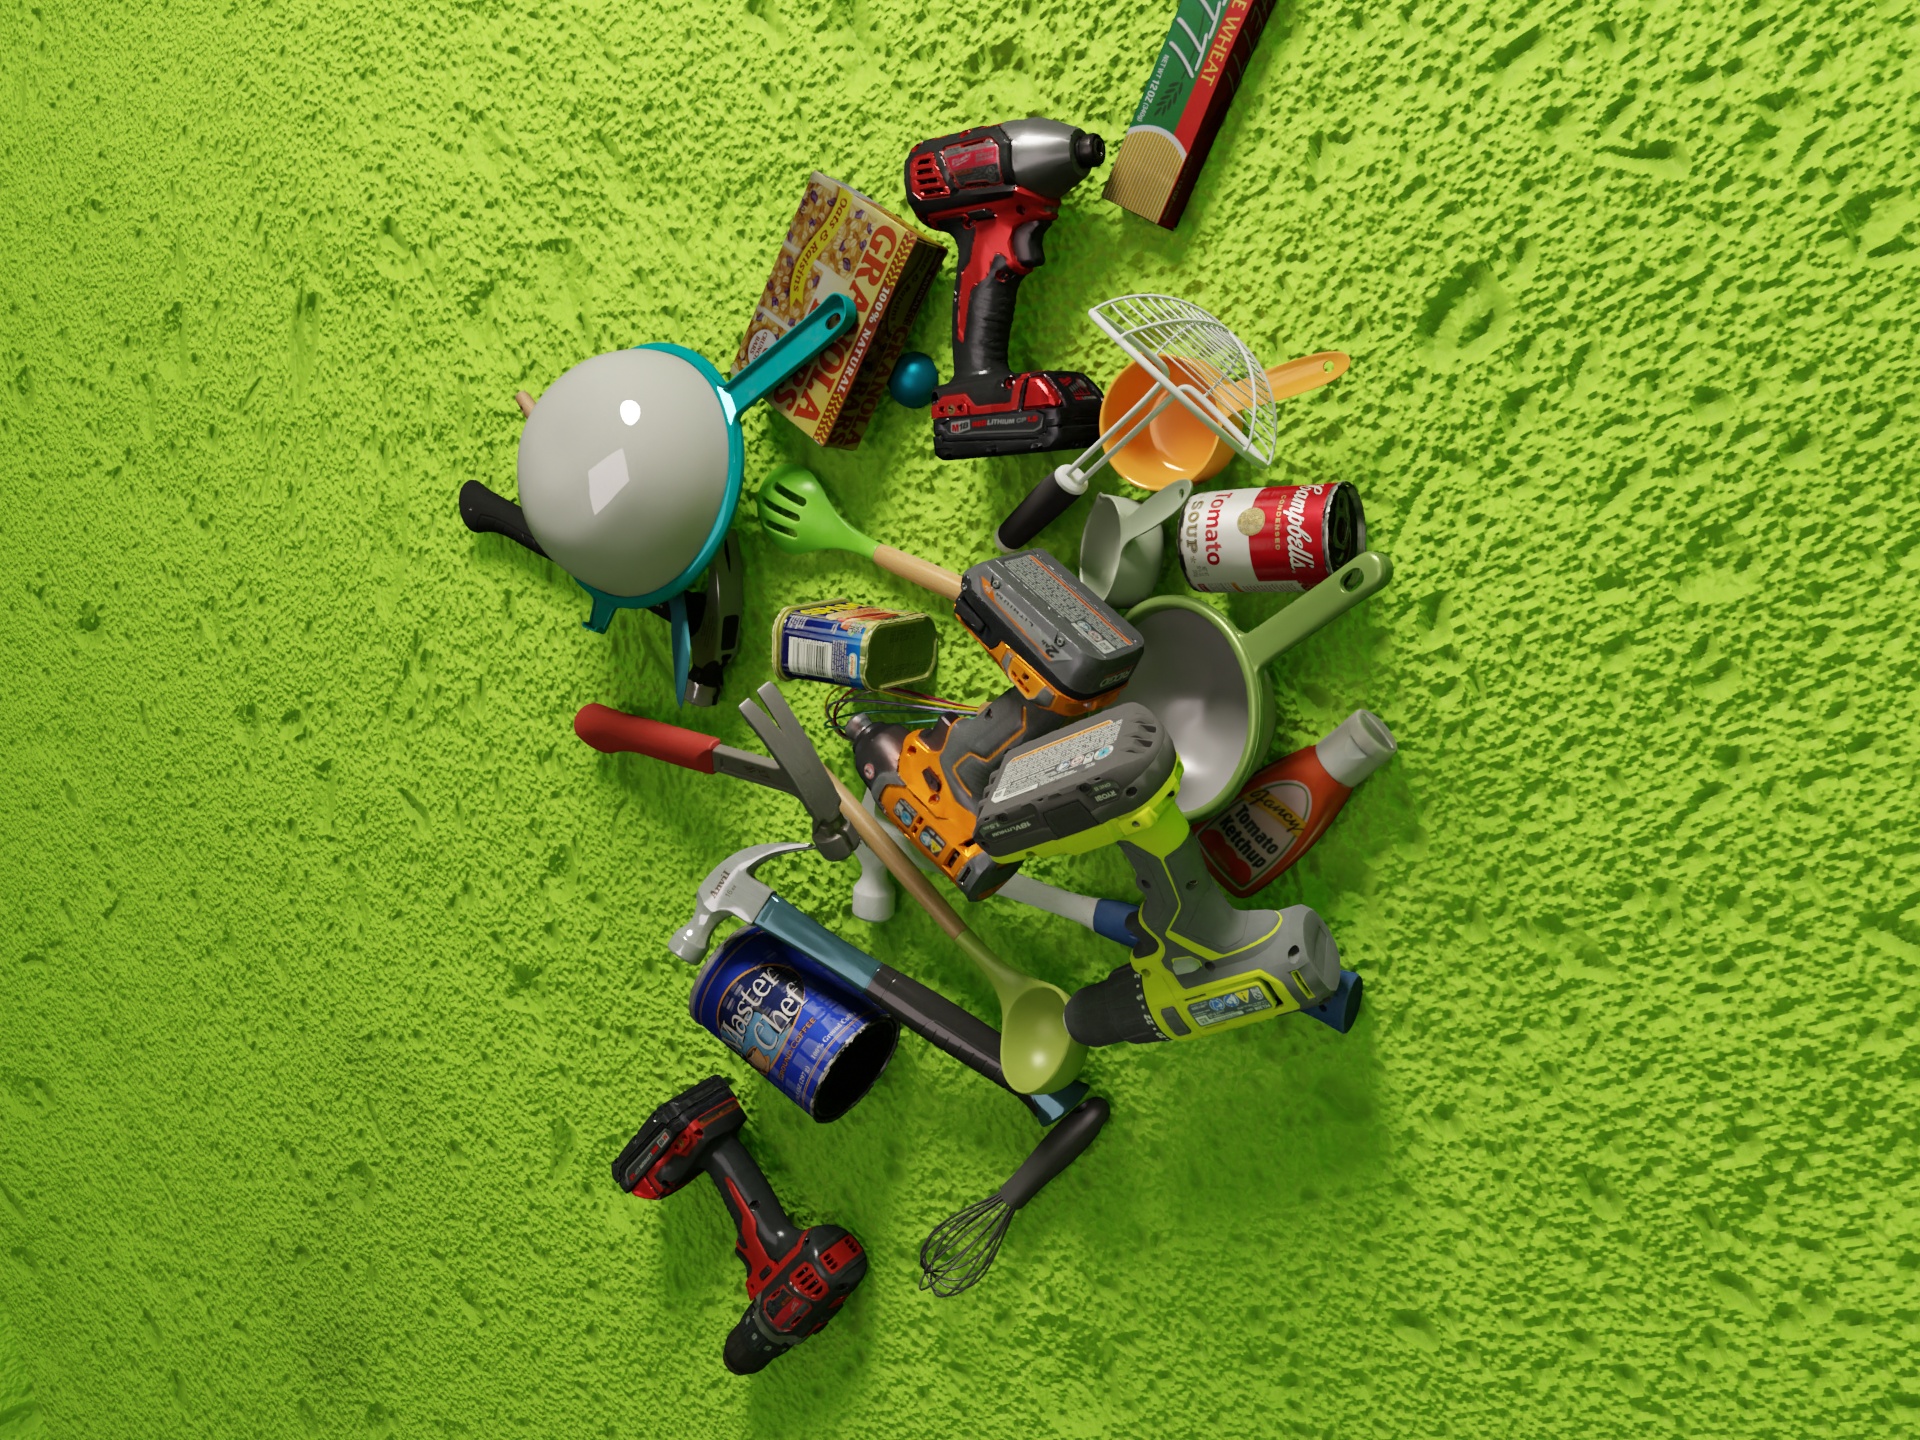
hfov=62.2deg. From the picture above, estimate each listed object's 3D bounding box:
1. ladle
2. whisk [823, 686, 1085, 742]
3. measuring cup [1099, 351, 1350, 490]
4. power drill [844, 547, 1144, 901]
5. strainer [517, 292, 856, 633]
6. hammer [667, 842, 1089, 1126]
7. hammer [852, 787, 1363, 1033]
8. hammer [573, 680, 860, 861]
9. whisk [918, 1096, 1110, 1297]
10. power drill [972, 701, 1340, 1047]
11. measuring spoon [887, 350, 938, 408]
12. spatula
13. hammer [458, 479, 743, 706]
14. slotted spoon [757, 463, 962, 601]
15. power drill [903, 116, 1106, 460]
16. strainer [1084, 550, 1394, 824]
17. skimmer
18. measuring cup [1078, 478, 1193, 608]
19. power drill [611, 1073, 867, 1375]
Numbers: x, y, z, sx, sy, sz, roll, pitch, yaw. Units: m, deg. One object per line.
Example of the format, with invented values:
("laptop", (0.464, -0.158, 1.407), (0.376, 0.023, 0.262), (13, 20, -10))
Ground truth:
("ladle", (-0.023, 0.140, 1.168), (0.320, 0.062, 0.078), (47, 116, 16))
("whisk", (-0.003, -0.005, 1.185), (0.245, 0.051, 0.047), (-1, 92, 31))
("measuring cup", (0.176, -0.204, 1.023), (0.173, 0.052, 0.095), (-13, 91, 33))
("power drill", (0.010, -0.005, 1.090), (0.164, 0.084, 0.226), (44, 125, 20))
("strainer", (-0.225, -0.224, 1.188), (0.340, 0.095, 0.211), (-31, 70, 30))
("hammer", (-0.055, 0.204, 1.200), (0.331, 0.033, 0.128), (31, 87, 11))
("hammer", (0.090, 0.132, 1.143), (0.406, 0.035, 0.144), (16, 114, 30))
("hammer", (-0.219, 0.017, 1.266), (0.359, 0.037, 0.149), (12, 137, 50))
("whisk", (0.039, 0.366, 1.219), (0.055, 0.055, 0.239), (47, 117, 18))
("power drill", (0.108, 0.115, 1.017), (0.190, 0.080, 0.228), (-23, 114, 30))
("measuring spoon", (-0.074, -0.265, 1.199), (0.129, 0.021, 0.042), (20, 109, 29))
("spatula", (-0.292, -0.155, 1.309), (0.318, 0.044, 0.082), (52, 151, 17))
("hammer", (-0.318, -0.143, 1.379), (0.335, 0.035, 0.146), (27, 113, 28))
("slotted spoon", (-0.041, -0.119, 1.200), (0.314, 0.031, 0.070), (27, 112, 26))
("power drill", (0.039, -0.292, 1.077), (0.143, 0.078, 0.219), (1, 101, 34))
("strainer", (0.188, -0.032, 1.020), (0.256, 0.069, 0.152), (-39, 63, 41))
("skimmer", (0.076, -0.151, 0.974), (0.127, 0.090, 0.363), (40, 157, -7))
("measuring cup", (0.125, -0.122, 1.032), (0.167, 0.038, 0.083), (148, 125, -67))
("power drill", (-0.200, 0.445, 1.379), (0.227, 0.080, 0.188), (47, 121, 15))
